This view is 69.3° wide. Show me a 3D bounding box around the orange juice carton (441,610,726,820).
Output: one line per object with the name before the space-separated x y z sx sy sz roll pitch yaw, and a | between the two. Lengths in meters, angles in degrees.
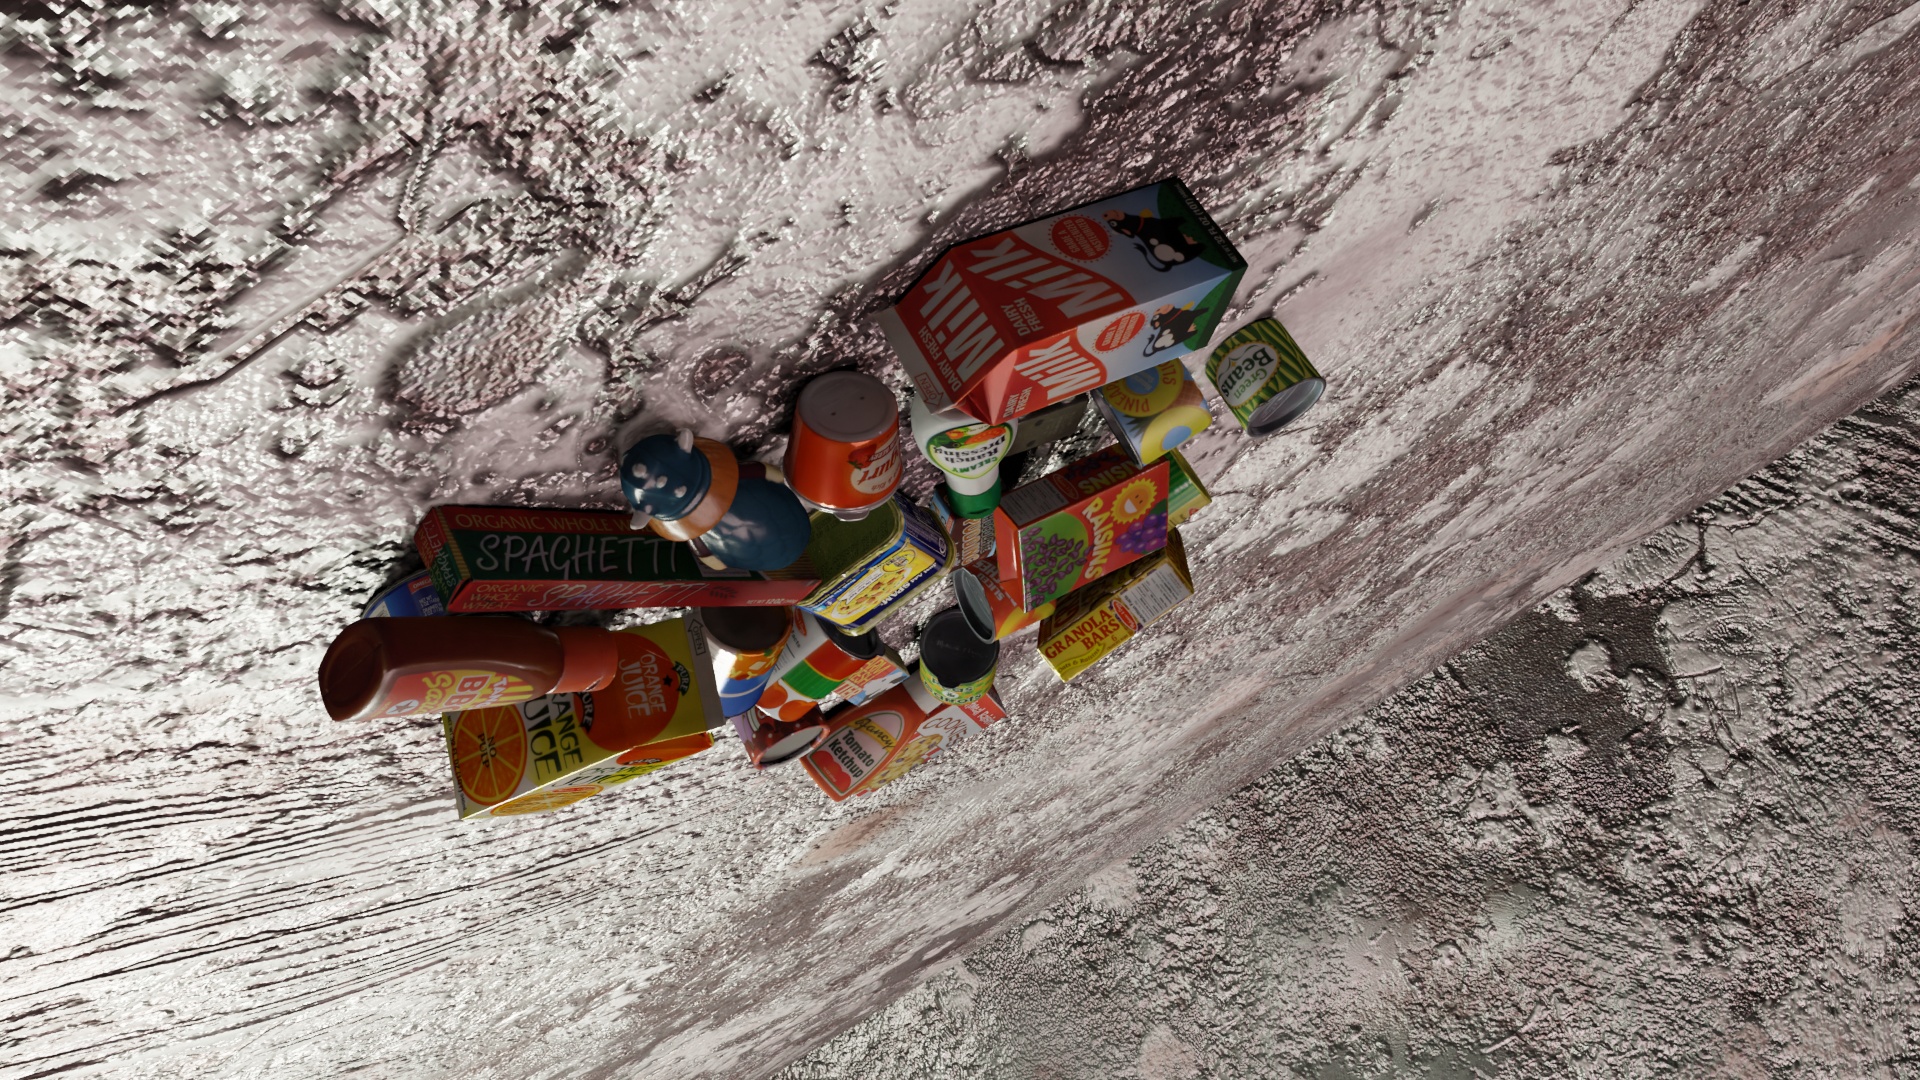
orange juice carton | -0.219 0.108 0.841 0.192 0.072 0.073 -24 162 27

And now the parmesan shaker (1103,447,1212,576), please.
parmesan shaker | 0.131 -0.027 1.062 0.103 0.071 0.071 -35 157 13

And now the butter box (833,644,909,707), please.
butter box | -0.081 0.104 1.129 0.053 0.024 0.103 -33 158 3

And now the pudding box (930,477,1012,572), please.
pudding box | 0.004 -0.012 0.983 0.050 0.030 0.083 -22 156 -22

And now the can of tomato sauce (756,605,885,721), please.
can of tomato sauce | -0.108 0.081 0.990 0.083 0.071 0.071 -40 156 23

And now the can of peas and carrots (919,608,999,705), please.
can of peas and carrots | -0.002 0.100 1.160 0.071 0.071 0.058 -25 157 -13

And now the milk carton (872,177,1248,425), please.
milk carton | 0.052 -0.124 0.753 0.191 0.072 0.073 -21 156 -21

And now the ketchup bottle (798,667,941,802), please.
ketchup bottle | -0.069 0.161 1.221 0.149 0.064 0.043 -38 -169 -1

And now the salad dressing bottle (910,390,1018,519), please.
salad dressing bottle | 0.005 -0.059 0.866 0.064 0.044 0.147 -13 156 -1

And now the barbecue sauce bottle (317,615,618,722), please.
barbecue sauce bottle | -0.247 0.063 0.718 0.064 0.044 0.149 -35 159 30

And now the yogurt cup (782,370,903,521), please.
yogurt cup | -0.064 -0.056 0.766 0.072 0.072 0.053 -21 147 -23

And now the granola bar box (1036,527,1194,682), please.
granola bar box | 0.123 0.038 1.121 0.124 0.039 0.166 -36 -171 13

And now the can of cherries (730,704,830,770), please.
can of cherries | -0.142 0.135 1.073 0.071 0.058 0.071 -26 157 -11

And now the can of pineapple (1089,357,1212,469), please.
can of pineapple | 0.126 -0.091 0.926 0.058 0.071 0.071 -32 157 2

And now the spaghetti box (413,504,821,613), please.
spaghetti box | -0.181 0.011 0.776 0.028 0.050 0.250 -45 154 28

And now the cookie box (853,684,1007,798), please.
cookie box | -0.047 0.177 1.305 0.167 0.040 0.122 -31 158 2

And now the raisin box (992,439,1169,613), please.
raisin box | 0.085 -0.012 0.973 0.124 0.040 0.085 -24 136 -17

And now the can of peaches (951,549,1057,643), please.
can of peaches | 0.035 0.038 1.080 0.058 0.071 0.071 -23 156 -20

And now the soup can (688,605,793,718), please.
soup can | -0.149 0.067 0.914 0.071 0.071 0.083 -15 153 -33

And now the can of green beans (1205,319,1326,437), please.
can of green beans | 0.218 -0.116 0.997 0.071 0.058 0.071 -26 157 -12
